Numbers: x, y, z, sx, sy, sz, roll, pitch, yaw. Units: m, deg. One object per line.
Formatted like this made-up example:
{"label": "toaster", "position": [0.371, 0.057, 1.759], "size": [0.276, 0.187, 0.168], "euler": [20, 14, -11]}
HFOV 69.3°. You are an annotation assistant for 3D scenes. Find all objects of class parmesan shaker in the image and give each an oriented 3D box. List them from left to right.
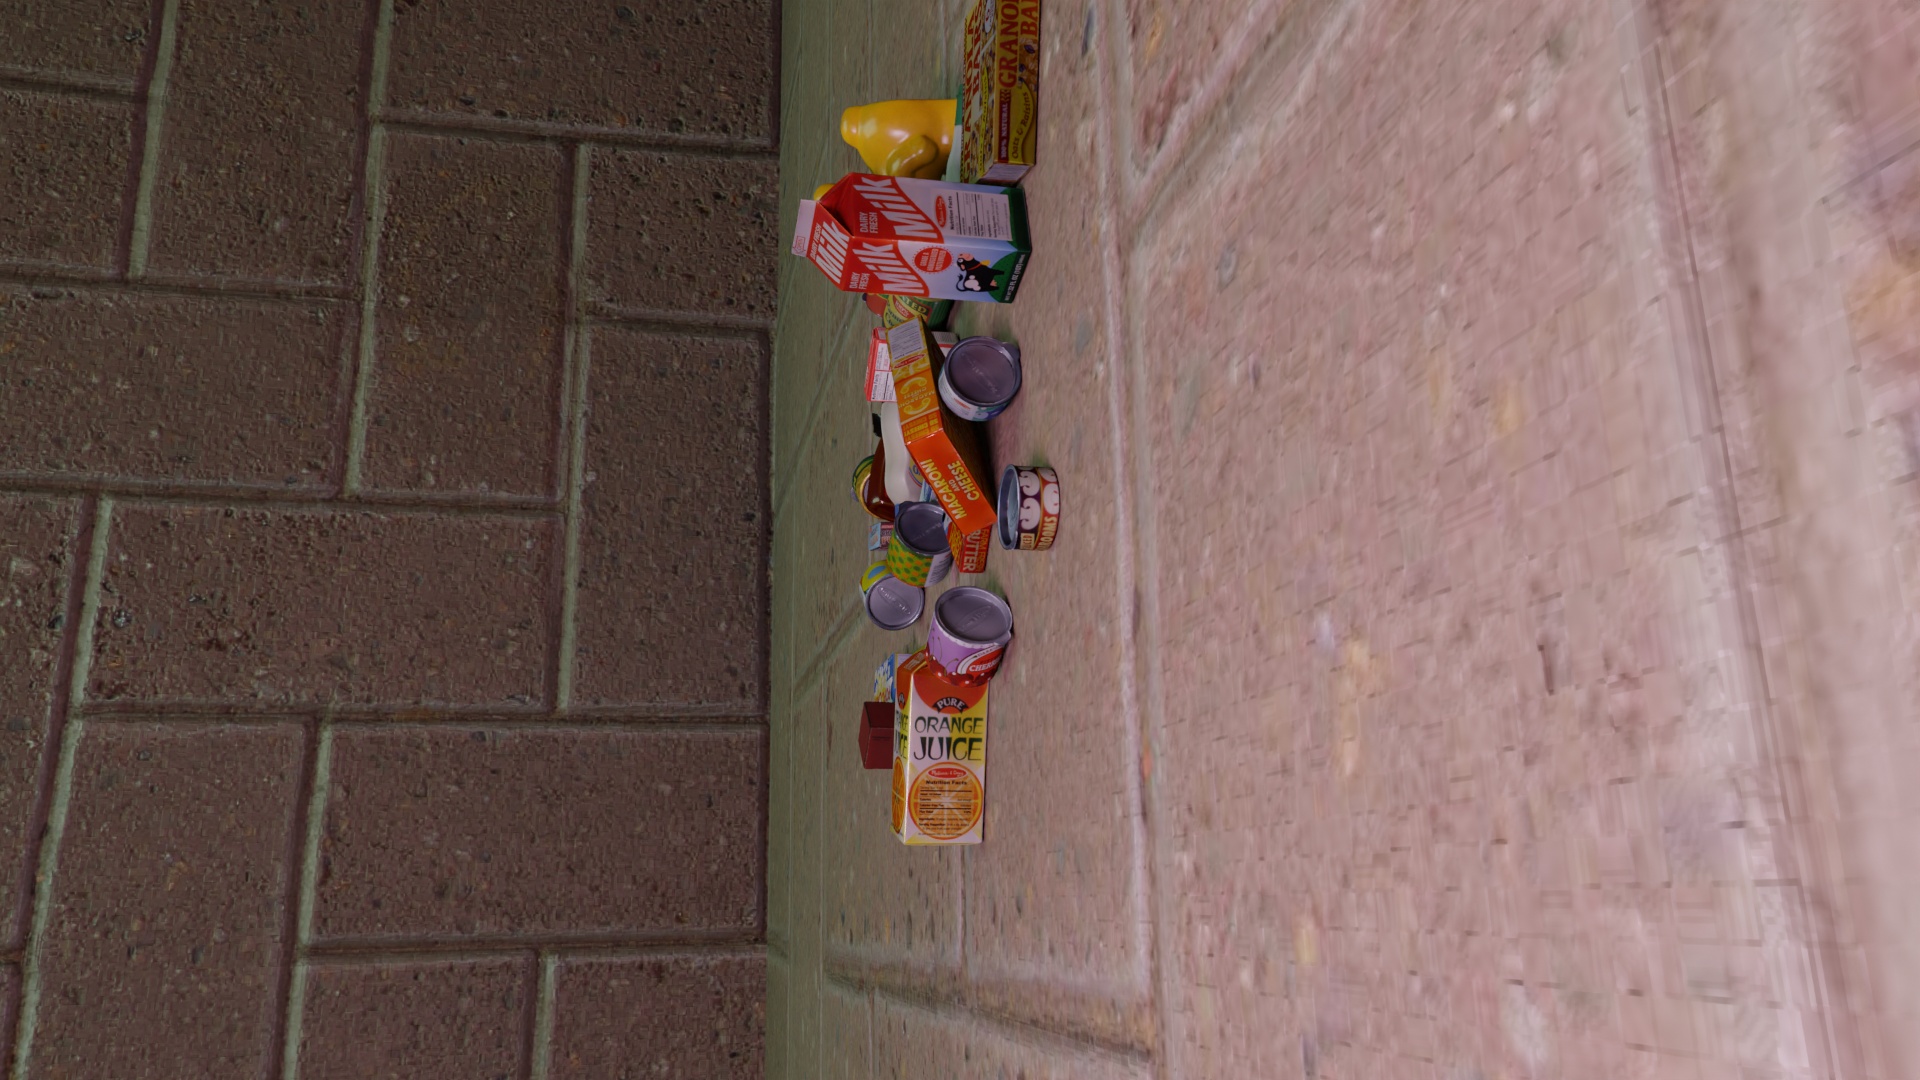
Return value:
{"label": "parmesan shaker", "position": [-0.040, -0.249, 1.449], "size": [0.102, 0.071, 0.071], "euler": [118, 152, -63]}

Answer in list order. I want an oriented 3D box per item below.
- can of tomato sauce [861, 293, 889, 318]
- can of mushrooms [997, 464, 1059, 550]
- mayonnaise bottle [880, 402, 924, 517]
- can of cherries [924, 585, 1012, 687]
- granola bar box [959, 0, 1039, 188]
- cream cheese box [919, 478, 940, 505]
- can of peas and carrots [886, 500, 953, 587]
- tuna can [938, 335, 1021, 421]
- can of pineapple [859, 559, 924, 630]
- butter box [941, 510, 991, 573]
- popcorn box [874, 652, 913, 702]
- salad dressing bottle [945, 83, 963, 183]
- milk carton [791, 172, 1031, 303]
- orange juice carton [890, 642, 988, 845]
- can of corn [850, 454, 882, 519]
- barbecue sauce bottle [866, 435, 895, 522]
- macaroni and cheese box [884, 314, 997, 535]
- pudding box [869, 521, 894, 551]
{"label": "can of tomato sauce", "position": [-0.071, -0.302, 1.576], "size": [0.082, 0.071, 0.071], "euler": [106, 161, -45]}
{"label": "can of mushrooms", "position": [0.052, -0.023, 1.066], "size": [0.071, 0.033, 0.071], "euler": [-175, 88, -77]}
{"label": "mayonnaise bottle", "position": [-0.053, -0.075, 1.485], "size": [0.041, 0.065, 0.148], "euler": [-9, 81, 40]}
{"label": "can of cherries", "position": [0.007, 0.083, 1.174], "size": [0.072, 0.071, 0.058], "euler": [-101, 18, -45]}
{"label": "granola bar box", "position": [0.033, -0.390, 1.201], "size": [0.124, 0.039, 0.165], "euler": [176, 96, -77]}
{"label": "cream cheese box", "position": [-0.020, -0.064, 1.415], "size": [0.053, 0.024, 0.103], "euler": [-102, 19, -52]}
{"label": "can of peas and carrots", "position": [-0.040, 0.003, 1.383], "size": [0.058, 0.071, 0.071], "euler": [108, 160, -51]}
{"label": "tuna can", "position": [0.018, -0.138, 1.173], "size": [0.032, 0.071, 0.071], "euler": [122, 148, -67]}
{"label": "can of pineapple", "position": [-0.076, 0.059, 1.549], "size": [0.058, 0.071, 0.070], "euler": [-125, 39, -69]}
{"label": "butter box", "position": [0.005, -0.016, 1.293], "size": [0.104, 0.024, 0.053], "euler": [-110, 27, -60]}
{"label": "popcorn box", "position": [-0.068, 0.178, 1.551], "size": [0.126, 0.038, 0.085], "euler": [130, 142, -70]}
{"label": "salad dressing bottle", "position": [0.010, -0.347, 1.292], "size": [0.064, 0.044, 0.147], "euler": [-145, 59, -74]}
{"label": "milk carton", "position": [-0.043, -0.255, 1.171], "size": [0.072, 0.191, 0.074], "euler": [114, 155, -58]}
{"label": "orange juice carton", "position": [-0.019, 0.172, 1.254], "size": [0.072, 0.073, 0.192], "euler": [172, 101, -77]}
{"label": "can of corn", "position": [-0.093, -0.062, 1.631], "size": [0.058, 0.071, 0.071], "euler": [-126, 40, -69]}
{"label": "barbecue sauce bottle", "position": [-0.067, -0.095, 1.549], "size": [0.043, 0.065, 0.149], "euler": [-25, 51, 48]}
{"label": "macaroni and cheese box", "position": [-0.018, -0.103, 1.241], "size": [0.167, 0.040, 0.123], "euler": [-101, -16, -46]}
{"label": "pudding box", "position": [-0.074, -0.004, 1.584], "size": [0.083, 0.050, 0.030], "euler": [165, 105, -77]}
